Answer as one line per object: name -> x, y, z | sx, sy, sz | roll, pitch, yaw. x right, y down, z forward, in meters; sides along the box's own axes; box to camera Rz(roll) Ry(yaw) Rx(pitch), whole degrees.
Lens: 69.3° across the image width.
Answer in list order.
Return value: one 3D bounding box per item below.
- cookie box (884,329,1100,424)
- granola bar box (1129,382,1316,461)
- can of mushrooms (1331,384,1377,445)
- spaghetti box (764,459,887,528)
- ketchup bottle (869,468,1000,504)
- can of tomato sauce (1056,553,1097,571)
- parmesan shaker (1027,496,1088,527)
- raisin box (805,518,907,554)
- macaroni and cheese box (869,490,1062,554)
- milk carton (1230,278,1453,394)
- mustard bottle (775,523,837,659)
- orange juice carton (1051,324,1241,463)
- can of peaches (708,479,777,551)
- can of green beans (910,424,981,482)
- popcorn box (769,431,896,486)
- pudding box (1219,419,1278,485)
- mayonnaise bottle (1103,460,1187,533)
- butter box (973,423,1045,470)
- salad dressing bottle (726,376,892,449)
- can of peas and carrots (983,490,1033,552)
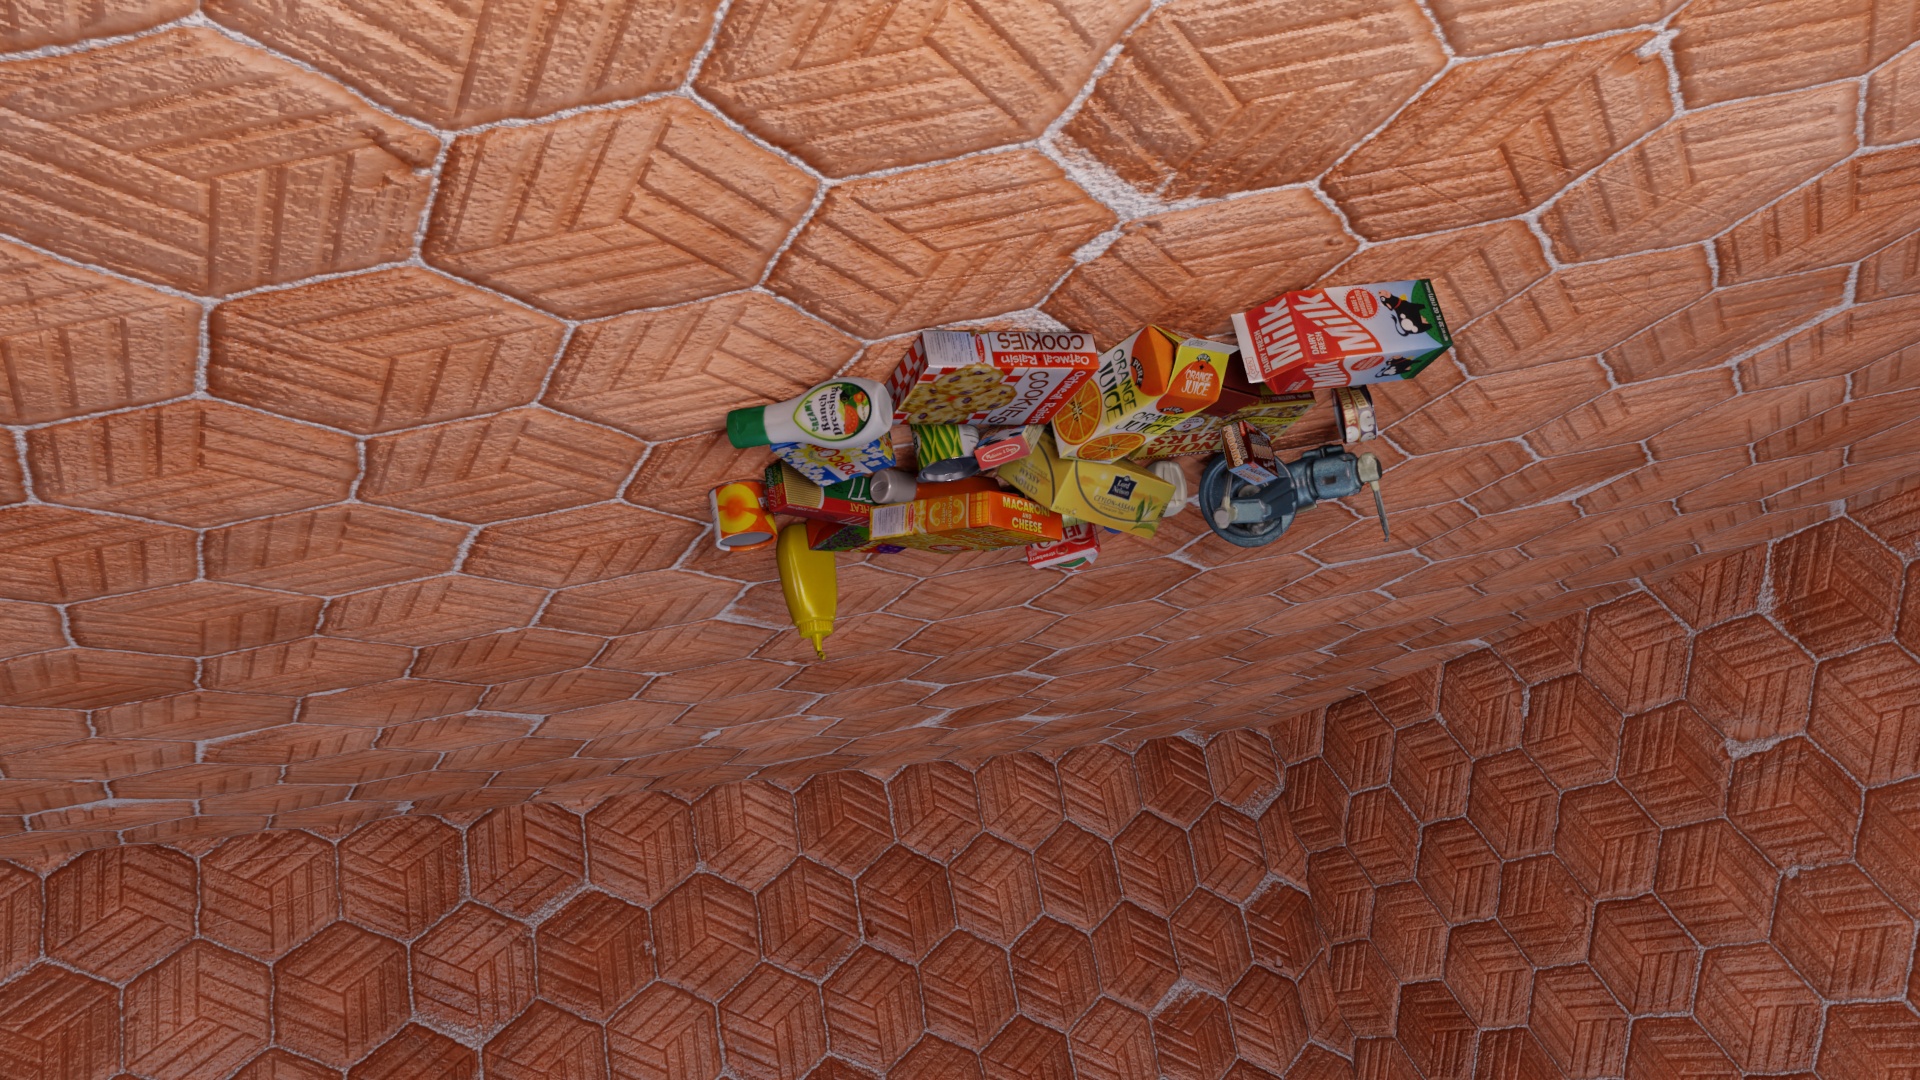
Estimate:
cookie box -> 0.026, -0.148, 1.267 | 0.168, 0.040, 0.122 | -2, 161, -23
granola bar box -> 0.272, -0.131, 1.470 | 0.166, 0.039, 0.123 | -6, 162, -15
can of mushrooms -> 0.424, -0.138, 1.495 | 0.033, 0.071, 0.071 | -12, 163, 8
spaghetti box -> -0.107, -0.042, 1.501 | 0.028, 0.050, 0.250 | -23, 159, 37
ketchup bottle -> -0.030, -0.054, 1.524 | 0.149, 0.043, 0.064 | 5, 163, -39
can of tomato sauce -> 0.133, 0.000, 1.757 | 0.071, 0.071, 0.083 | -16, 163, 15
parmesan shaker -> 0.130, -0.050, 1.596 | 0.103, 0.071, 0.071 | -12, 163, 1
raisin box -> -0.103, -0.017, 1.602 | 0.123, 0.040, 0.085 | 3, 157, -39
macaroni and cheese box -> 0.005, -0.018, 1.469 | 0.166, 0.040, 0.124 | -7, 168, 40
milk carton -> 0.343, -0.186, 1.278 | 0.191, 0.072, 0.073 | -7, 162, -15
mustard bottle -> -0.174, 0.061, 1.602 | 0.065, 0.160, 0.048 | 2, 160, -32
orange juice carton -> 0.173, -0.144, 1.311 | 0.072, 0.073, 0.192 | 4, 157, -38
can of peaches -> -0.227, -0.026, 1.466 | 0.071, 0.058, 0.071 | -9, 162, -3
can of green beans -> -0.014, -0.096, 1.375 | 0.071, 0.058, 0.071 | -10, 163, -3
popcorn box -> -0.123, -0.096, 1.342 | 0.085, 0.038, 0.126 | -16, 162, 13
pudding box -> 0.303, -0.092, 1.458 | 0.030, 0.050, 0.083 | -18, 161, 27
mayonnaise bottle -> 0.219, -0.046, 1.675 | 0.041, 0.065, 0.147 | 0, 164, -23
butter box -> 0.049, -0.101, 1.369 | 0.053, 0.024, 0.104 | -17, -164, 17
salad dressing bottle -> -0.137, -0.110, 1.257 | 0.147, 0.064, 0.044 | -7, 177, 15
can of peas and carrots -> 0.051, -0.020, 1.632 | 0.059, 0.071, 0.070 | -10, 162, -2
